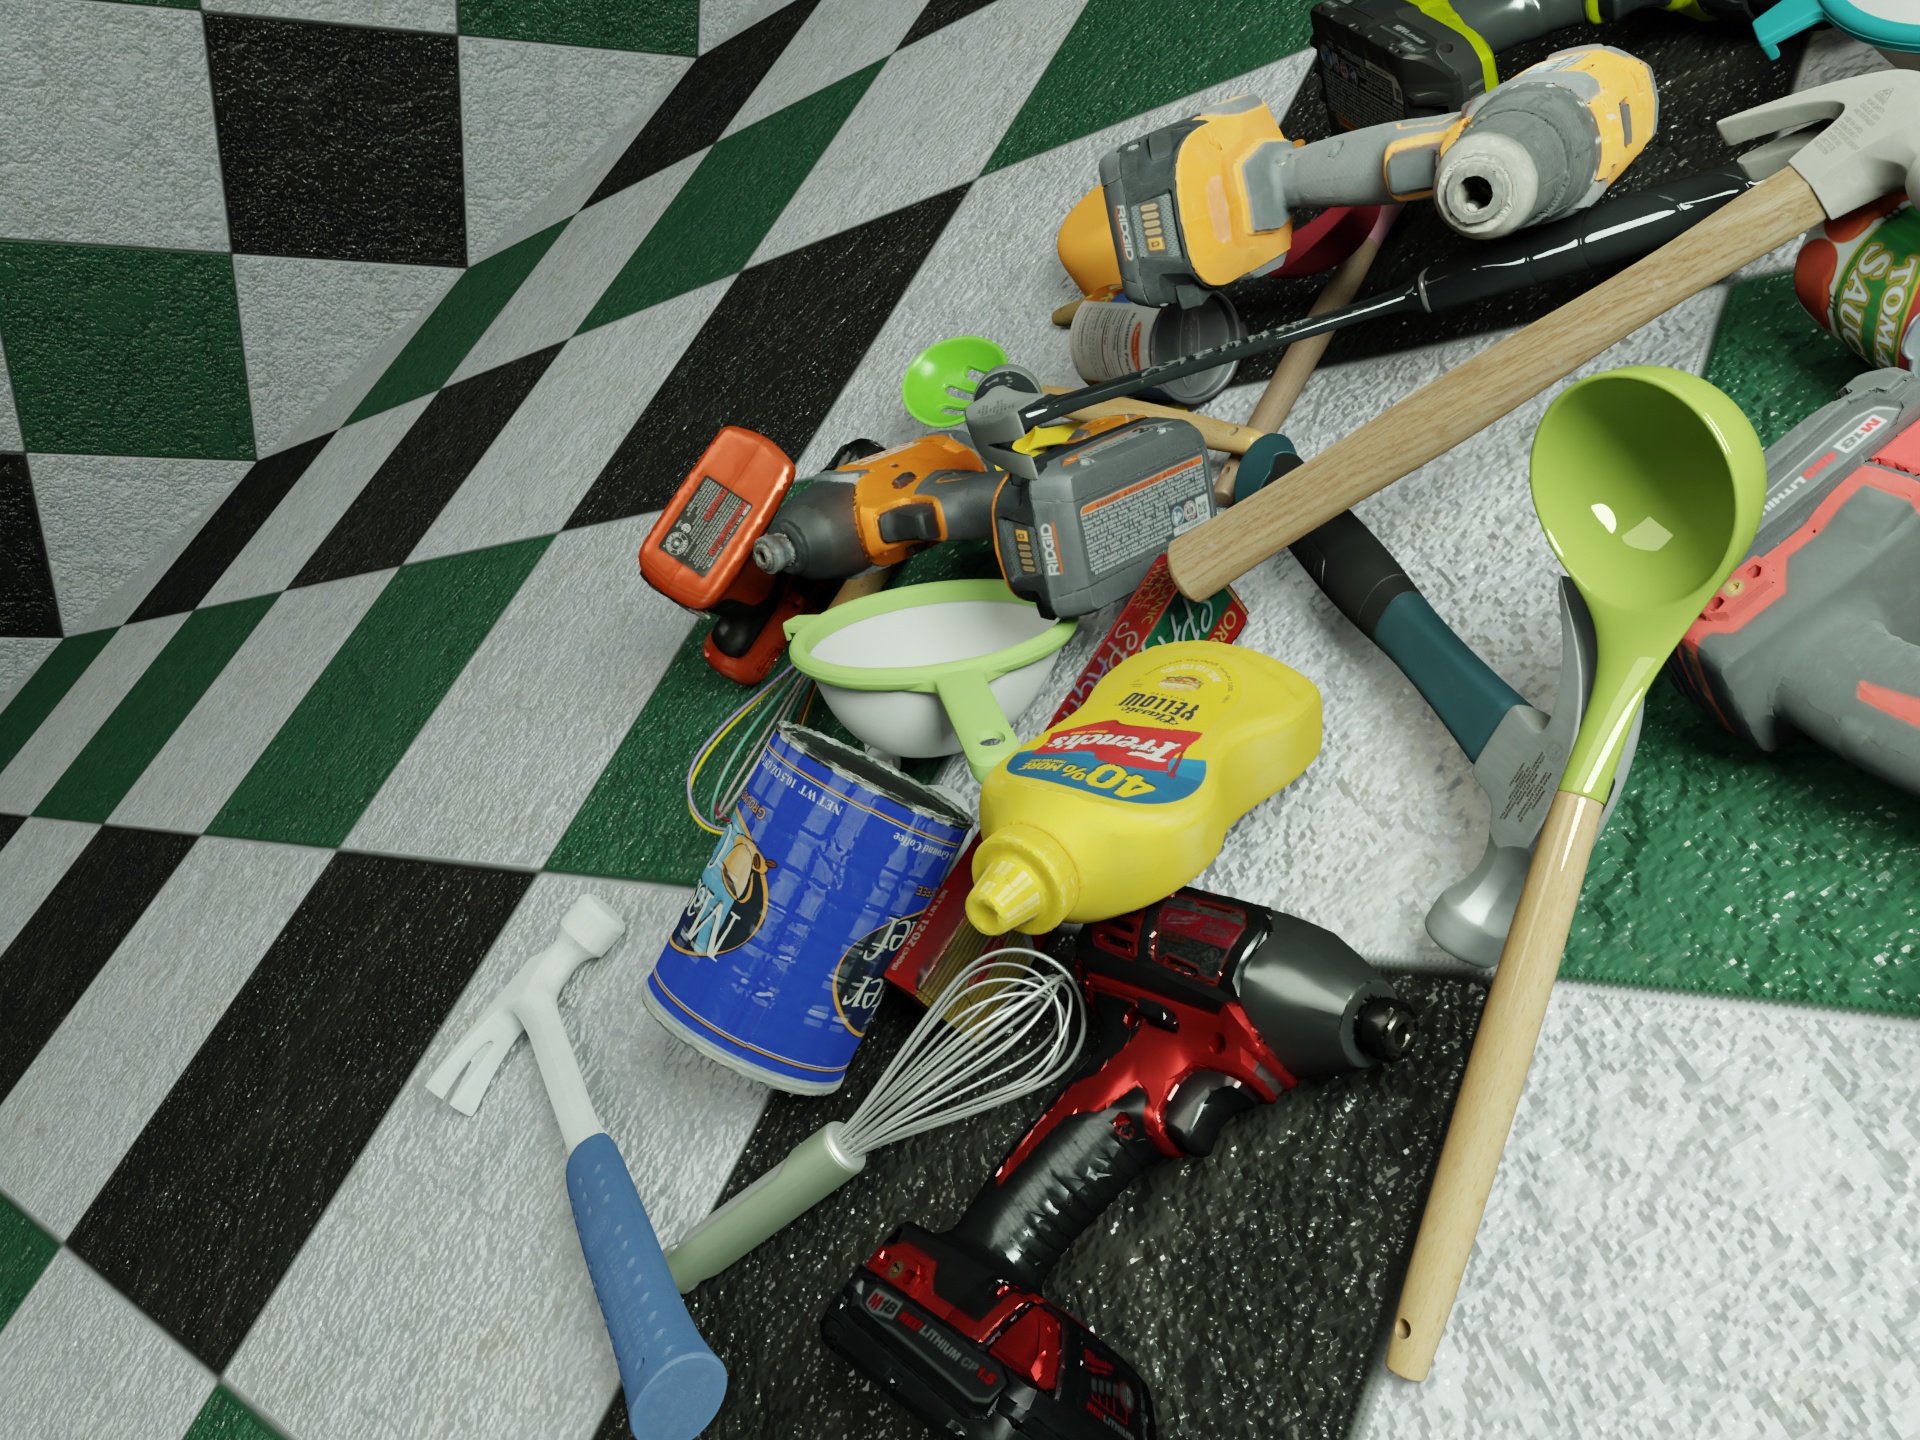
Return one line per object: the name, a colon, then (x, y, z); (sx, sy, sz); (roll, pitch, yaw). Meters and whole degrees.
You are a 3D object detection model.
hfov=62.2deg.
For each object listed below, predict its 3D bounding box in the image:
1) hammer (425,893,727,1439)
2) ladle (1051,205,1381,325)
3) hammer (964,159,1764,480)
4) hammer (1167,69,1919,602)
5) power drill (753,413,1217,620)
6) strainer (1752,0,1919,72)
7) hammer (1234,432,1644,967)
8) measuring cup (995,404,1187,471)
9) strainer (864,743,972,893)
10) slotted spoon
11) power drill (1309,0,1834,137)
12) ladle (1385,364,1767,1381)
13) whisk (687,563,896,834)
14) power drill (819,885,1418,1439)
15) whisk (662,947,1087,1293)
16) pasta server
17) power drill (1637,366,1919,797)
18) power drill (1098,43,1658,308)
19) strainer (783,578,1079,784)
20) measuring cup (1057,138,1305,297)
hammer: (-0.188, 0.214, 0.784); (0.144, 0.035, 0.406); (-48, 27, -4)
ladle: (0.141, -0.267, 0.955); (0.069, 0.031, 0.315); (-49, 23, -17)
hammer: (0.196, -0.191, 0.721); (0.409, 0.036, 0.149); (-16, 19, 11)
hammer: (0.225, -0.143, 0.638); (0.331, 0.031, 0.130); (-31, 26, 27)
power drill: (0.004, -0.108, 0.854); (0.164, 0.084, 0.227); (-28, 25, -37)
strainer: (0.486, -0.286, 0.564); (0.211, 0.095, 0.341); (-50, 35, -2)
hammer: (0.179, -0.046, 0.670); (0.128, 0.033, 0.331); (-64, 21, 23)
measuring cup: (0.069, -0.163, 0.961); (0.156, 0.029, 0.062); (-5, 43, 33)
strainer: (-0.043, 0.026, 0.862); (0.087, 0.050, 0.259); (-32, 31, 13)
slotted spoon: (0.064, -0.184, 0.936); (0.070, 0.031, 0.314); (-55, 38, -7)
power drill: (0.315, -0.360, 0.810); (0.228, 0.080, 0.191); (-25, 41, -1)
ladle: (0.176, 0.046, 0.492); (0.078, 0.062, 0.320); (13, 84, 62)
whisk: (-0.091, -0.028, 0.979); (0.047, 0.051, 0.245); (12, 57, 30)
power drill: (0.063, 0.159, 0.565); (0.143, 0.078, 0.220); (9, 58, 52)
whisk: (-0.045, 0.179, 0.688); (0.246, 0.059, 0.058); (-39, -6, 17)
pasta server: (0.209, -0.249, 0.881); (0.060, 0.040, 0.316); (0, 54, 57)
power drill: (0.334, -0.021, 0.459); (0.188, 0.080, 0.227); (-40, 36, 8)
power drill: (0.177, -0.241, 0.711); (0.226, 0.084, 0.185); (2, 28, 35)
strainer: (-0.001, -0.003, 0.785); (0.151, 0.069, 0.257); (-10, 22, -6)
measuring cup: (0.140, -0.345, 1.048); (0.173, 0.052, 0.095); (-31, 35, 25)
